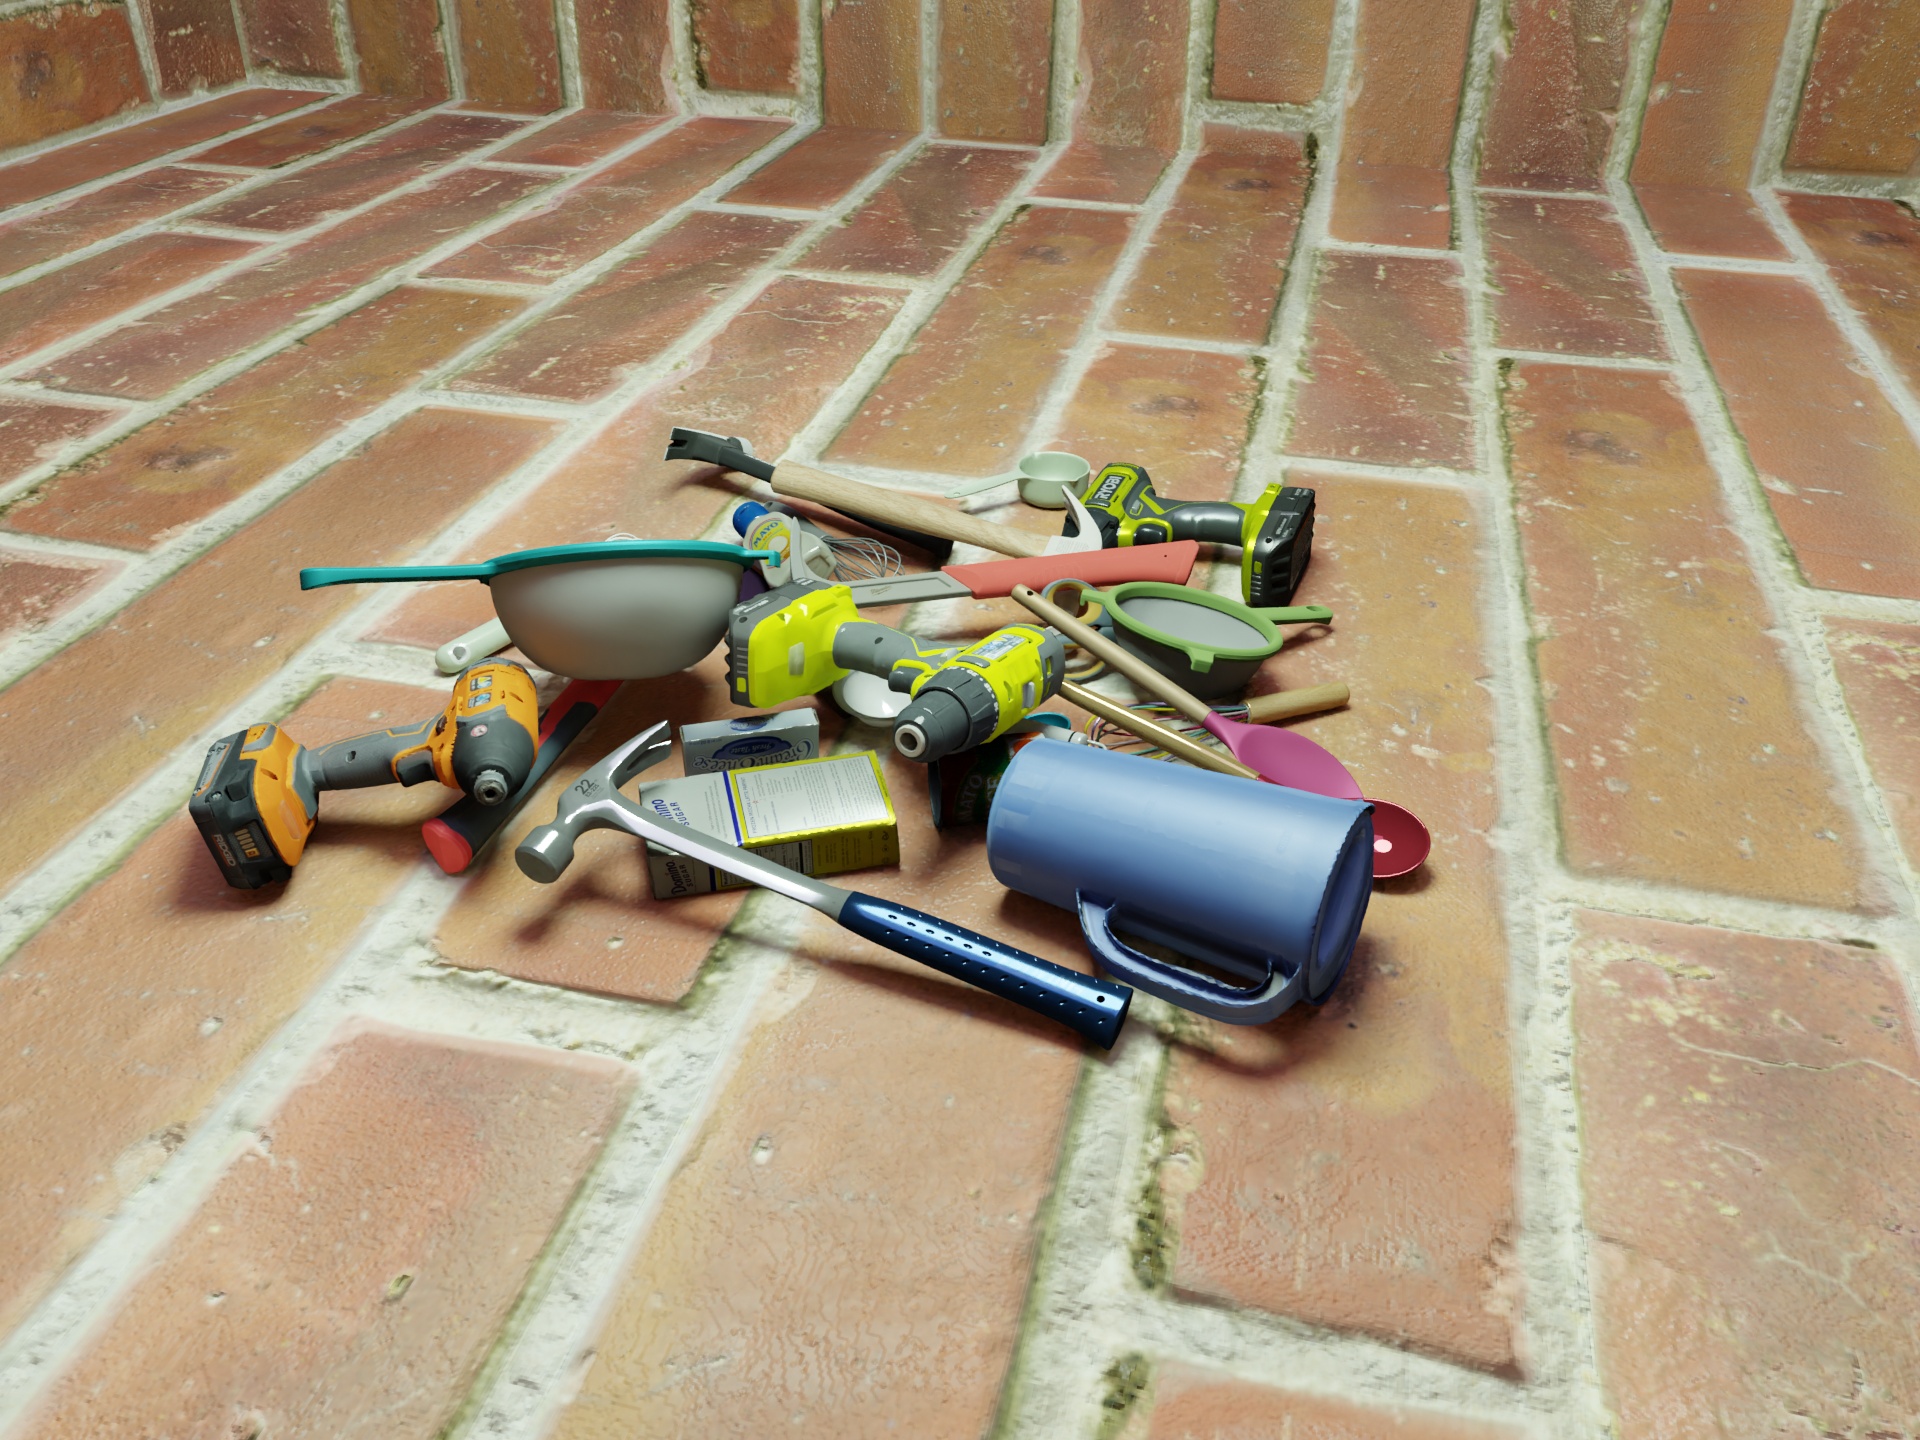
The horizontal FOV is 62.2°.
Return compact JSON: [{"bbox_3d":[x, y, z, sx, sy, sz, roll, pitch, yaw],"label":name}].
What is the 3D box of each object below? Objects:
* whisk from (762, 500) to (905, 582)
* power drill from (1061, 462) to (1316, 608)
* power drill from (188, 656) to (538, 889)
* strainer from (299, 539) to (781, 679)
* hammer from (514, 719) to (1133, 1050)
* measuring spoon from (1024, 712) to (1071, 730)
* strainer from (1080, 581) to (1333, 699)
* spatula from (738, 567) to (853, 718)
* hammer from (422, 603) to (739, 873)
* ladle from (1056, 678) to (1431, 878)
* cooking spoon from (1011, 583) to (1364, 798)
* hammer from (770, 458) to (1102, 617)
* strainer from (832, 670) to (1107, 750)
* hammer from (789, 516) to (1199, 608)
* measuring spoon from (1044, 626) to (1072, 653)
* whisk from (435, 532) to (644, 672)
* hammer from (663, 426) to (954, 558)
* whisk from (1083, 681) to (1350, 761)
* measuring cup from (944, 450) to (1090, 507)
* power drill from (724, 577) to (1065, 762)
[{"bbox_3d":[-0.128,-0.170,1.522,0.055,0.055,0.239,-20,34,-29],"label":"whisk"},{"bbox_3d":[0.212,-0.175,1.512,0.223,0.080,0.171,11,38,21],"label":"power drill"},{"bbox_3d":[-0.406,0.038,1.110,0.226,0.084,0.164,-18,29,-7],"label":"power drill"},{"bbox_3d":[-0.314,-0.074,1.193,0.340,0.095,0.211,-5,-1,-36],"label":"strainer"},{"bbox_3d":[-0.081,0.113,1.037,0.405,0.035,0.144,20,47,15],"label":"hammer"},{"bbox_3d":[0.029,0.007,1.280,0.129,0.021,0.042,7,32,27],"label":"measuring spoon"},{"bbox_3d":[0.227,-0.063,1.358,0.256,0.069,0.152,-6,29,-40],"label":"strainer"},{"bbox_3d":[-0.163,-0.083,1.408,0.059,0.018,0.316,-3,30,-30],"label":"spatula"},{"bbox_3d":[-0.296,-0.003,1.263,0.143,0.038,0.386,10,34,11],"label":"hammer"},{"bbox_3d":[0.195,0.035,1.177,0.315,0.031,0.069,27,59,19],"label":"ladle"},{"bbox_3d":[0.169,-0.016,1.227,0.319,0.017,0.069,35,60,15],"label":"cooking spoon"},{"bbox_3d":[-0.024,-0.190,1.490,0.331,0.031,0.130,18,63,16],"label":"hammer"},{"bbox_3d":[-0.002,-0.004,1.250,0.258,0.050,0.087,15,42,28],"label":"strainer"},{"bbox_3d":[0.032,-0.131,1.392,0.359,0.036,0.149,-7,56,-11],"label":"hammer"},{"bbox_3d":[0.056,-0.047,1.366,0.124,0.018,0.034,-33,45,-32],"label":"measuring spoon"},{"bbox_3d":[-0.365,-0.104,1.419,0.059,0.057,0.246,-16,16,48],"label":"whisk"},{"bbox_3d":[-0.146,-0.229,1.592,0.335,0.035,0.146,24,14,25],"label":"hammer"},{"bbox_3d":[0.208,-0.006,1.276,0.245,0.051,0.047,-11,29,-23],"label":"whisk"},{"bbox_3d":[0.057,-0.236,1.637,0.167,0.038,0.083,-18,37,-24],"label":"measuring cup"},{"bbox_3d":[-0.059,-0.035,1.174,0.229,0.080,0.190,14,26,26],"label":"power drill"}]
